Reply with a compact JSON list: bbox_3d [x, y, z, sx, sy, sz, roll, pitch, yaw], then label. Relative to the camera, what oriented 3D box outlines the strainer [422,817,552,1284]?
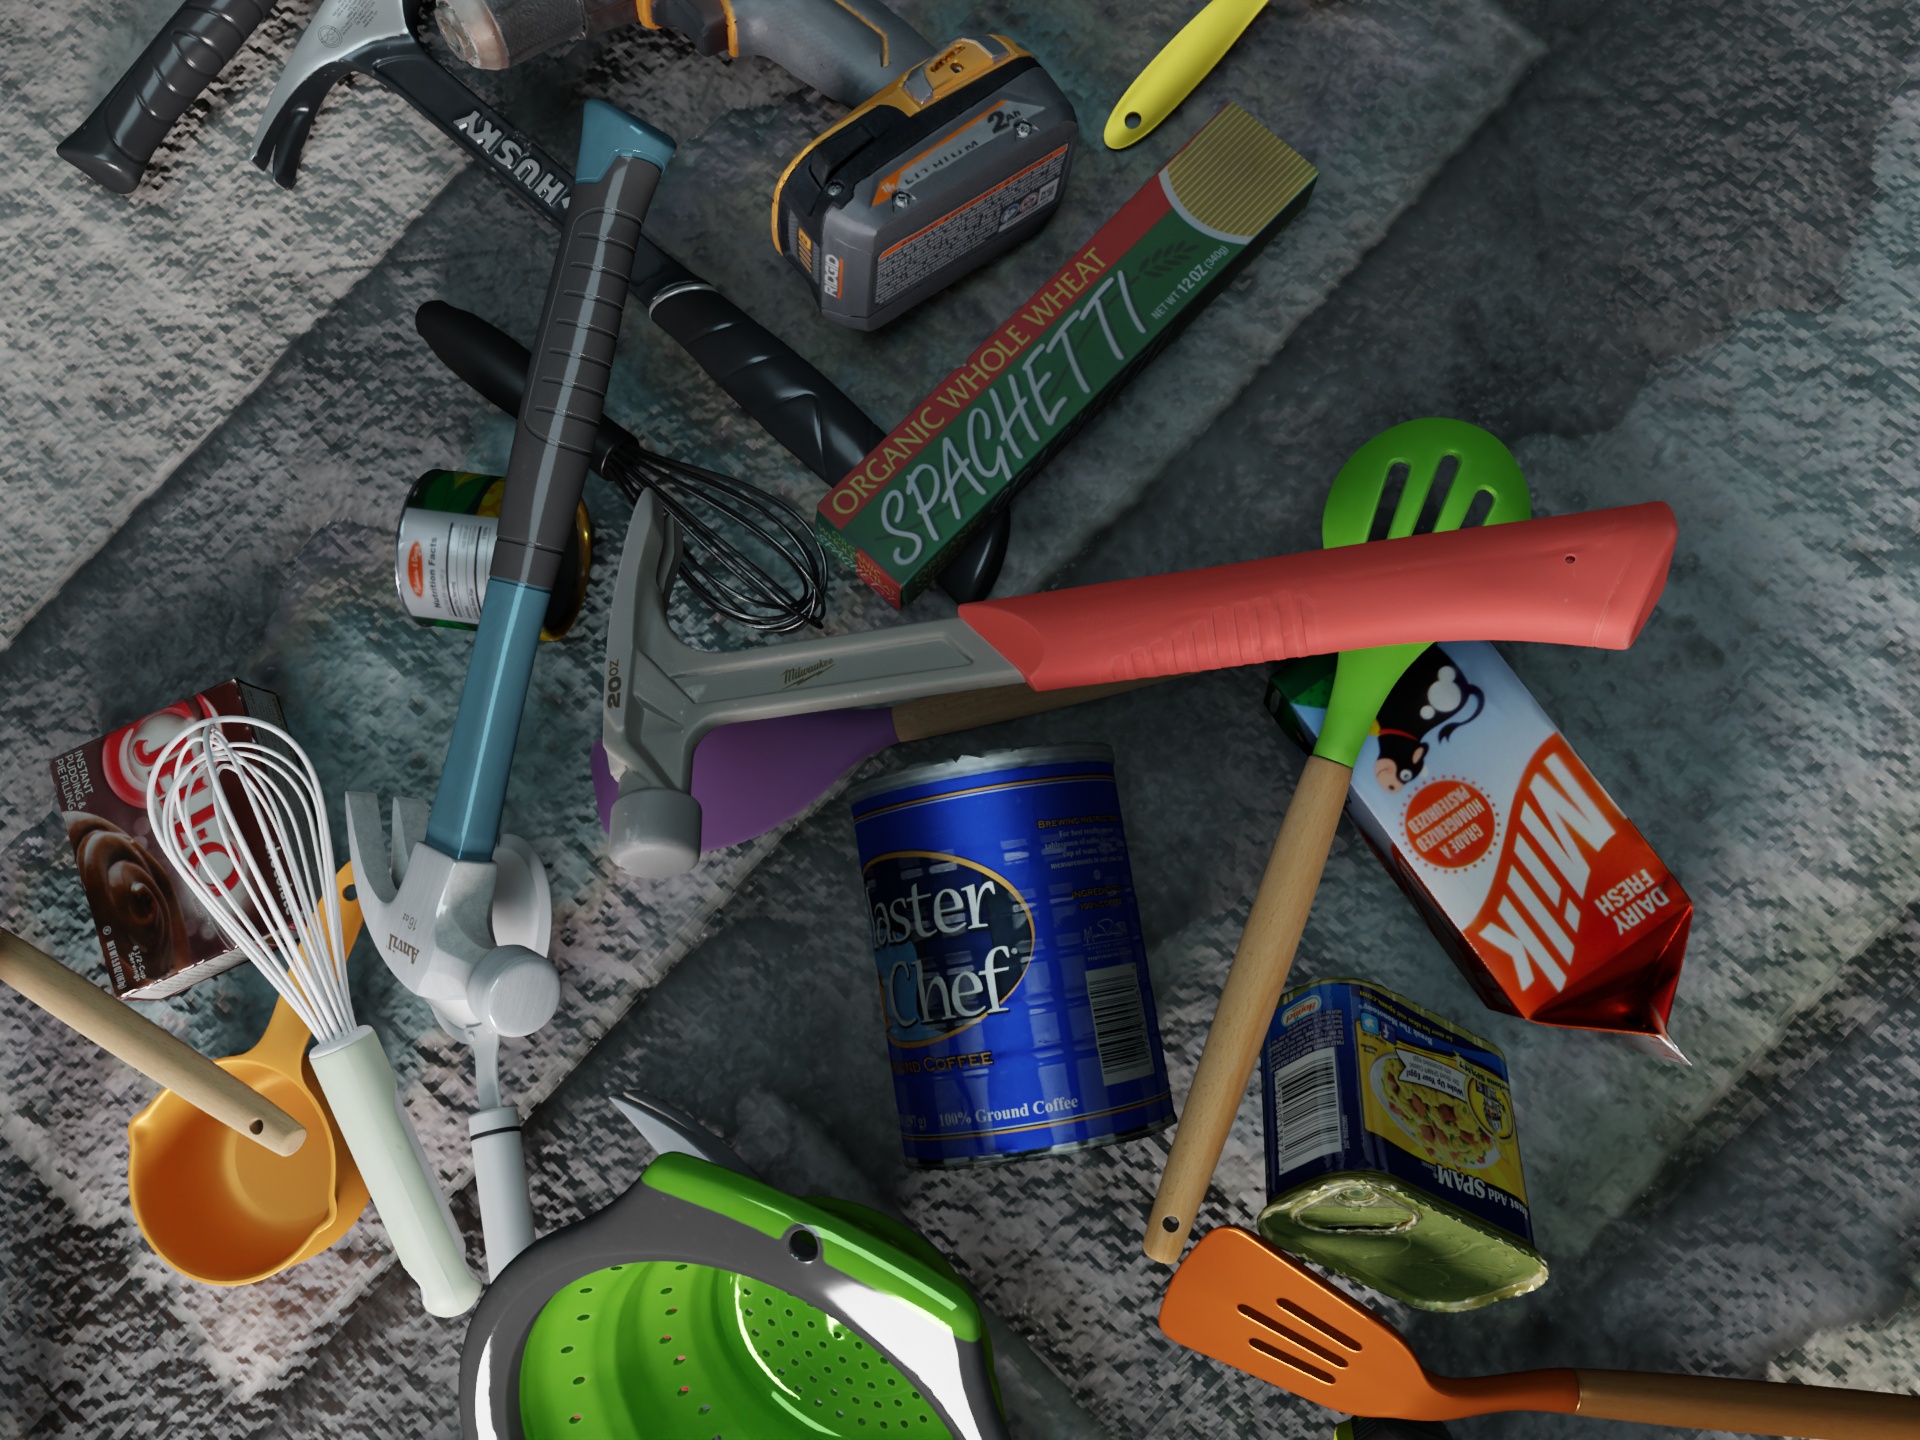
[{"bbox_3d":[-0.183,0.149,0.619,0.087,0.050,0.259,-26,68,33],"label":"strainer"}]

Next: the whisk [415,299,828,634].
[{"bbox_3d":[-0.146,-0.111,0.670,0.239,0.055,0.055,37,89,15],"label":"whisk"}]

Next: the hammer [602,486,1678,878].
[{"bbox_3d":[0.048,-0.038,0.542,0.359,0.036,0.149,-8,63,13],"label":"hammer"}]

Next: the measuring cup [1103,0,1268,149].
[{"bbox_3d":[0.121,-0.299,0.675,0.156,0.029,0.062,-44,79,12],"label":"measuring cup"}]

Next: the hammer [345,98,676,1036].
[{"bbox_3d":[-0.157,-0.063,0.582,0.128,0.033,0.331,14,90,43],"label":"hammer"}]

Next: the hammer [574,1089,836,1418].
[{"bbox_3d":[-0.214,0.324,0.625,0.386,0.038,0.143,-45,78,0],"label":"hammer"}]

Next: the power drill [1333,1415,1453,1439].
[{"bbox_3d":[0.084,0.333,0.566,0.228,0.080,0.191,-24,75,6],"label":"power drill"}]

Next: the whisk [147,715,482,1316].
[{"bbox_3d":[-0.237,0.114,0.602,0.059,0.058,0.246,-24,96,-22],"label":"whisk"}]

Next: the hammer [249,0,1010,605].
[{"bbox_3d":[-0.138,-0.189,0.685,0.409,0.036,0.149,42,90,10],"label":"hammer"}]

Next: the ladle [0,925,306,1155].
[{"bbox_3d":[-0.386,0.093,0.651,0.320,0.062,0.078,26,88,15],"label":"ladle"}]

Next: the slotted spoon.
[{"bbox_3d":[0.123,0.040,0.553,0.070,0.031,0.314,20,89,12],"label":"slotted spoon"}]

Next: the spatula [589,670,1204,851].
[{"bbox_3d":[-0.001,-0.002,0.649,0.316,0.018,0.060,-14,82,8],"label":"spatula"}]

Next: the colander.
[{"bbox_3d":[-0.073,0.300,0.558,0.204,0.094,0.397,21,114,14],"label":"colander"}]

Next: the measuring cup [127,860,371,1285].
[{"bbox_3d":[-0.267,0.140,0.650,0.095,0.052,0.174,20,84,10],"label":"measuring cup"}]

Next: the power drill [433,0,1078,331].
[{"bbox_3d":[-0.085,-0.267,0.648,0.185,0.084,0.226,-35,77,-16],"label":"power drill"}]

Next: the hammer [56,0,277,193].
[{"bbox_3d":[-0.289,-0.370,0.713,0.335,0.035,0.146,-46,53,6],"label":"hammer"}]

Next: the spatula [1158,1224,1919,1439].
[{"bbox_3d":[0.233,0.226,0.555,0.322,0.081,0.041,8,43,-7],"label":"spatula"}]
